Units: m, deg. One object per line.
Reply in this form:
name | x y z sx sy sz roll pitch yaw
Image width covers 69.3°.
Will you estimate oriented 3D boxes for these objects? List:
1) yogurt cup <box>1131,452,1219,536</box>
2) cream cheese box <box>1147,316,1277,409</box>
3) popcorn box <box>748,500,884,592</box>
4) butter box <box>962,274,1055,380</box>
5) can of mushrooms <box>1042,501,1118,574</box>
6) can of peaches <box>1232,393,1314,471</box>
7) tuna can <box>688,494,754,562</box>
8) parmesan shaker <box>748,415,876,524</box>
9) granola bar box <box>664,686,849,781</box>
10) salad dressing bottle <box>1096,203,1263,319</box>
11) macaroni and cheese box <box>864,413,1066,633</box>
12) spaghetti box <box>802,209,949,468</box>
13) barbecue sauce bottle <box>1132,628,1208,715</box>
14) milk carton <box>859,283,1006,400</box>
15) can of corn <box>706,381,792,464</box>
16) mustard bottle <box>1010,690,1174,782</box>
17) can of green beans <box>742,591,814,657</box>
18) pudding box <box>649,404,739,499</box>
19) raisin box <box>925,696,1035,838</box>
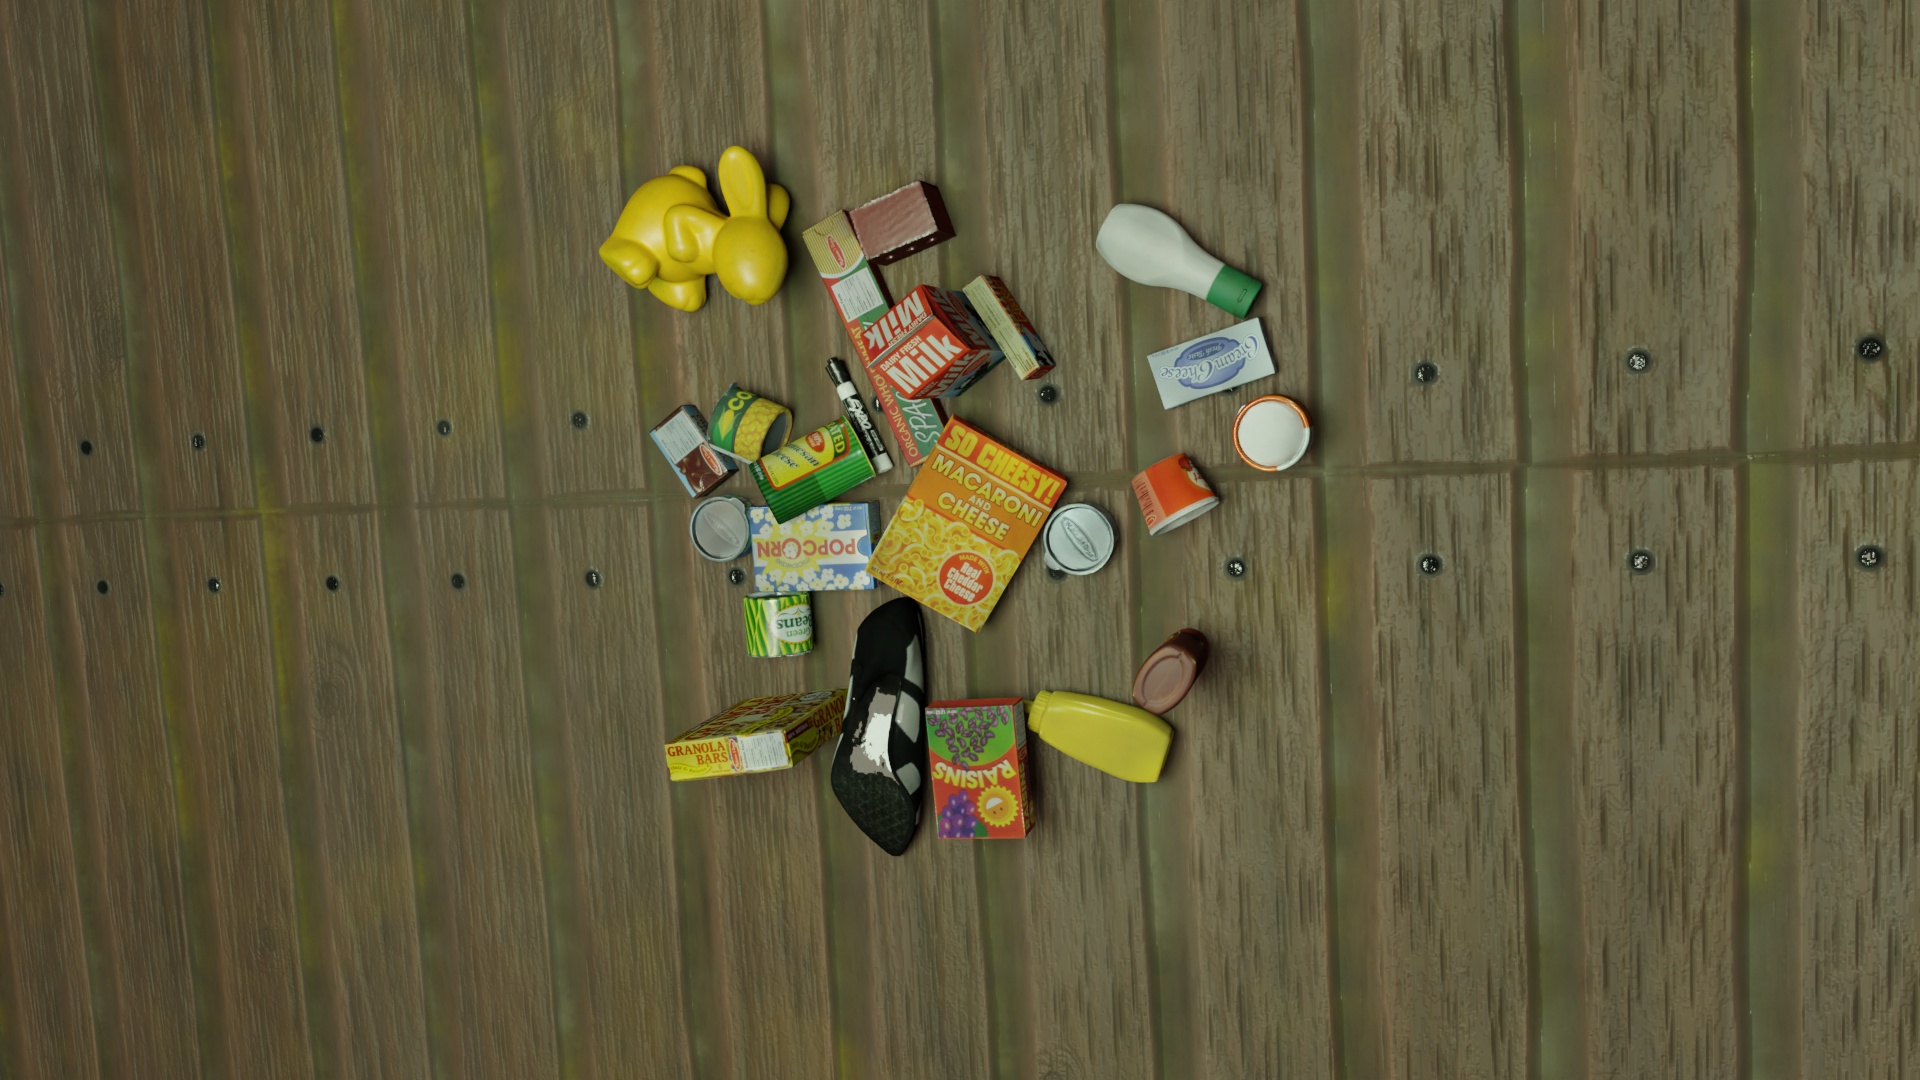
yogurt cup | 0.188 -0.042 1.238 0.072 0.072 0.054 -30 79 18
cream cheese box | 0.224 -0.157 1.234 0.103 0.024 0.053 -18 92 18
popcorn box | -0.140 0.005 1.357 0.126 0.038 0.085 -2 95 17
butter box | 0.045 -0.195 1.270 0.024 0.053 0.103 -34 85 21
can of mushrooms | 0.110 -0.001 1.282 0.071 0.033 0.071 2 97 16
can of peaches | 0.270 -0.095 1.209 0.071 0.058 0.071 2 97 17
tuna can | -0.233 -0.014 1.386 0.071 0.033 0.071 2 97 17
parmesan shaker | -0.140 -0.065 1.314 0.103 0.071 0.071 -28 88 -6
granola bar box | -0.187 0.183 1.325 0.124 0.166 0.039 -9 95 18
salad dressing bottle | 0.193 -0.244 1.225 0.148 0.044 0.064 31 102 11
macaroni and cheese box | 0.005 -0.016 1.292 0.124 0.040 0.166 29 102 -5
spaghetti box | -0.076 -0.190 1.320 0.050 0.029 0.250 -25 88 18
barbecue sauce bottle | 0.189 0.107 1.209 0.044 0.149 0.064 36 105 11
milk carton | -0.024 -0.173 1.221 0.072 0.191 0.073 -38 85 18
can of corn | -0.203 -0.111 1.348 0.058 0.071 0.071 23 103 13
mustard bottle | 0.116 0.172 1.292 0.160 0.049 0.065 19 101 15
can of green beans | -0.178 0.081 1.363 0.071 0.071 0.057 -2 95 17
pudding box | -0.267 -0.089 1.390 0.049 0.030 0.084 -36 85 16
raisin box | 0.018 0.208 1.268 0.086 0.040 0.123 -5 93 16
